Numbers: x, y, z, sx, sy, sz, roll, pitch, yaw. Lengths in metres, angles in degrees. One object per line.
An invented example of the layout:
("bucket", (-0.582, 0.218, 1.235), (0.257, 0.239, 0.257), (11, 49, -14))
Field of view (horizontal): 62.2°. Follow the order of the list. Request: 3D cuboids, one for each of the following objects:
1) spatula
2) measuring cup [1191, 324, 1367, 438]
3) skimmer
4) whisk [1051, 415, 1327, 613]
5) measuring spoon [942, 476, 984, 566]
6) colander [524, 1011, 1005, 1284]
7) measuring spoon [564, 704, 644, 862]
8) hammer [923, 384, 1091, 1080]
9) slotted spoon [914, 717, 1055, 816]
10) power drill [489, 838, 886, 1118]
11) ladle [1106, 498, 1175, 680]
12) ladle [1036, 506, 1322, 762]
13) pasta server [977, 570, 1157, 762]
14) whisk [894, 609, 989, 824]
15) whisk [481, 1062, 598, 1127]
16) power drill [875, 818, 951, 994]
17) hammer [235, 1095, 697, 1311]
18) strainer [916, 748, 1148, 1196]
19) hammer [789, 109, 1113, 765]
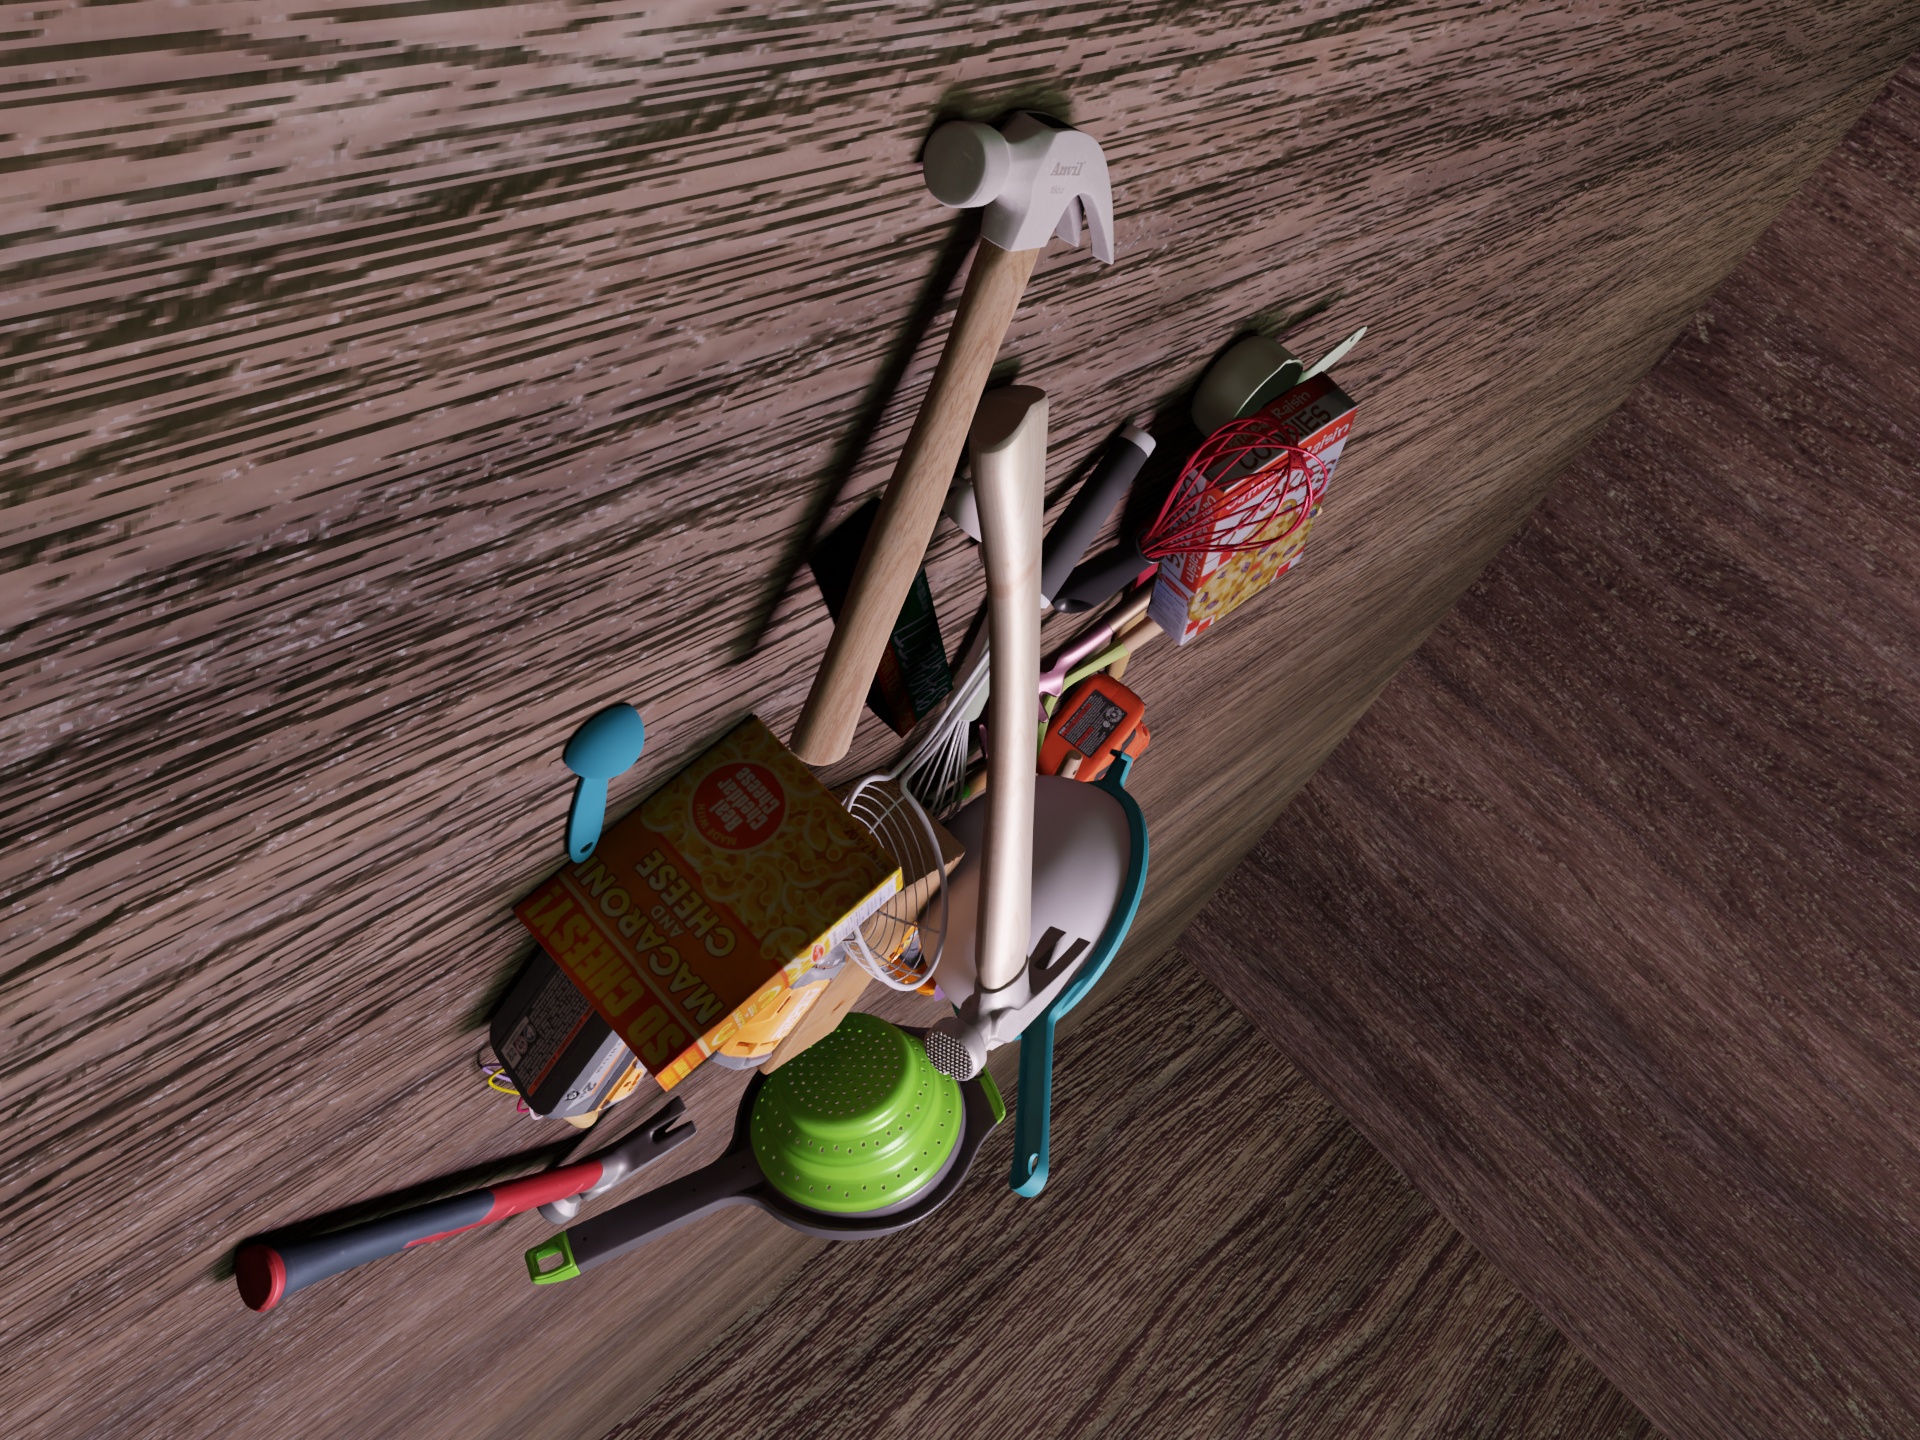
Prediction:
("spatula", (0.038, 0.137, 1.327), (0.060, 0.018, 0.315), (-23, 149, -42))
("measuring cup", (0.214, -0.238, 1.060), (0.167, 0.038, 0.083), (-37, 163, -33))
("skimmer", (0.031, -0.014, 0.952), (0.363, 0.090, 0.127), (-56, 143, -4))
("whisk", (0.127, -0.115, 0.986), (0.073, 0.073, 0.296), (-37, -176, -26))
("measuring spoon", (0.007, -0.115, 0.893), (0.034, 0.018, 0.124), (-46, 158, 4))
("colander", (-0.162, 0.334, 1.266), (0.397, 0.205, 0.094), (-22, 135, -14))
("measuring spoon", (-0.177, 0.040, 0.789), (0.042, 0.021, 0.128), (-33, 159, -36))
("hammer", (0.034, 0.009, 0.905), (0.146, 0.038, 0.410), (-37, 136, -46))
("slotted spoon", (0.018, 0.045, 1.294), (0.314, 0.031, 0.070), (-31, 156, -46))
("power drill", (-0.150, 0.148, 0.969), (0.185, 0.084, 0.226), (-52, 154, 21))
("ladle", (0.141, -0.094, 1.255), (0.069, 0.031, 0.315), (-35, 164, -15))
("ladle", (0.154, -0.063, 1.227), (0.320, 0.062, 0.078), (-36, 170, -1))
("pasta server", (0.132, -0.080, 1.149), (0.316, 0.040, 0.060), (-38, 156, -5))
("whisk", (-0.002, -0.003, 1.095), (0.058, 0.059, 0.246), (-92, -161, -45))
("whisk", (-0.265, 0.247, 1.055), (0.047, 0.051, 0.244), (-46, 168, -18))
("power drill", (-0.021, 0.157, 1.381), (0.164, 0.084, 0.226), (-46, 161, -3))
("hammer", (-0.321, 0.322, 1.066), (0.143, 0.038, 0.386), (-34, 165, 12))
("strainer", (0.027, 0.162, 1.107), (0.211, 0.095, 0.341), (-38, -151, 33))
("hammer", (-0.016, -0.113, 0.725), (0.130, 0.031, 0.331), (-28, 149, -50))
